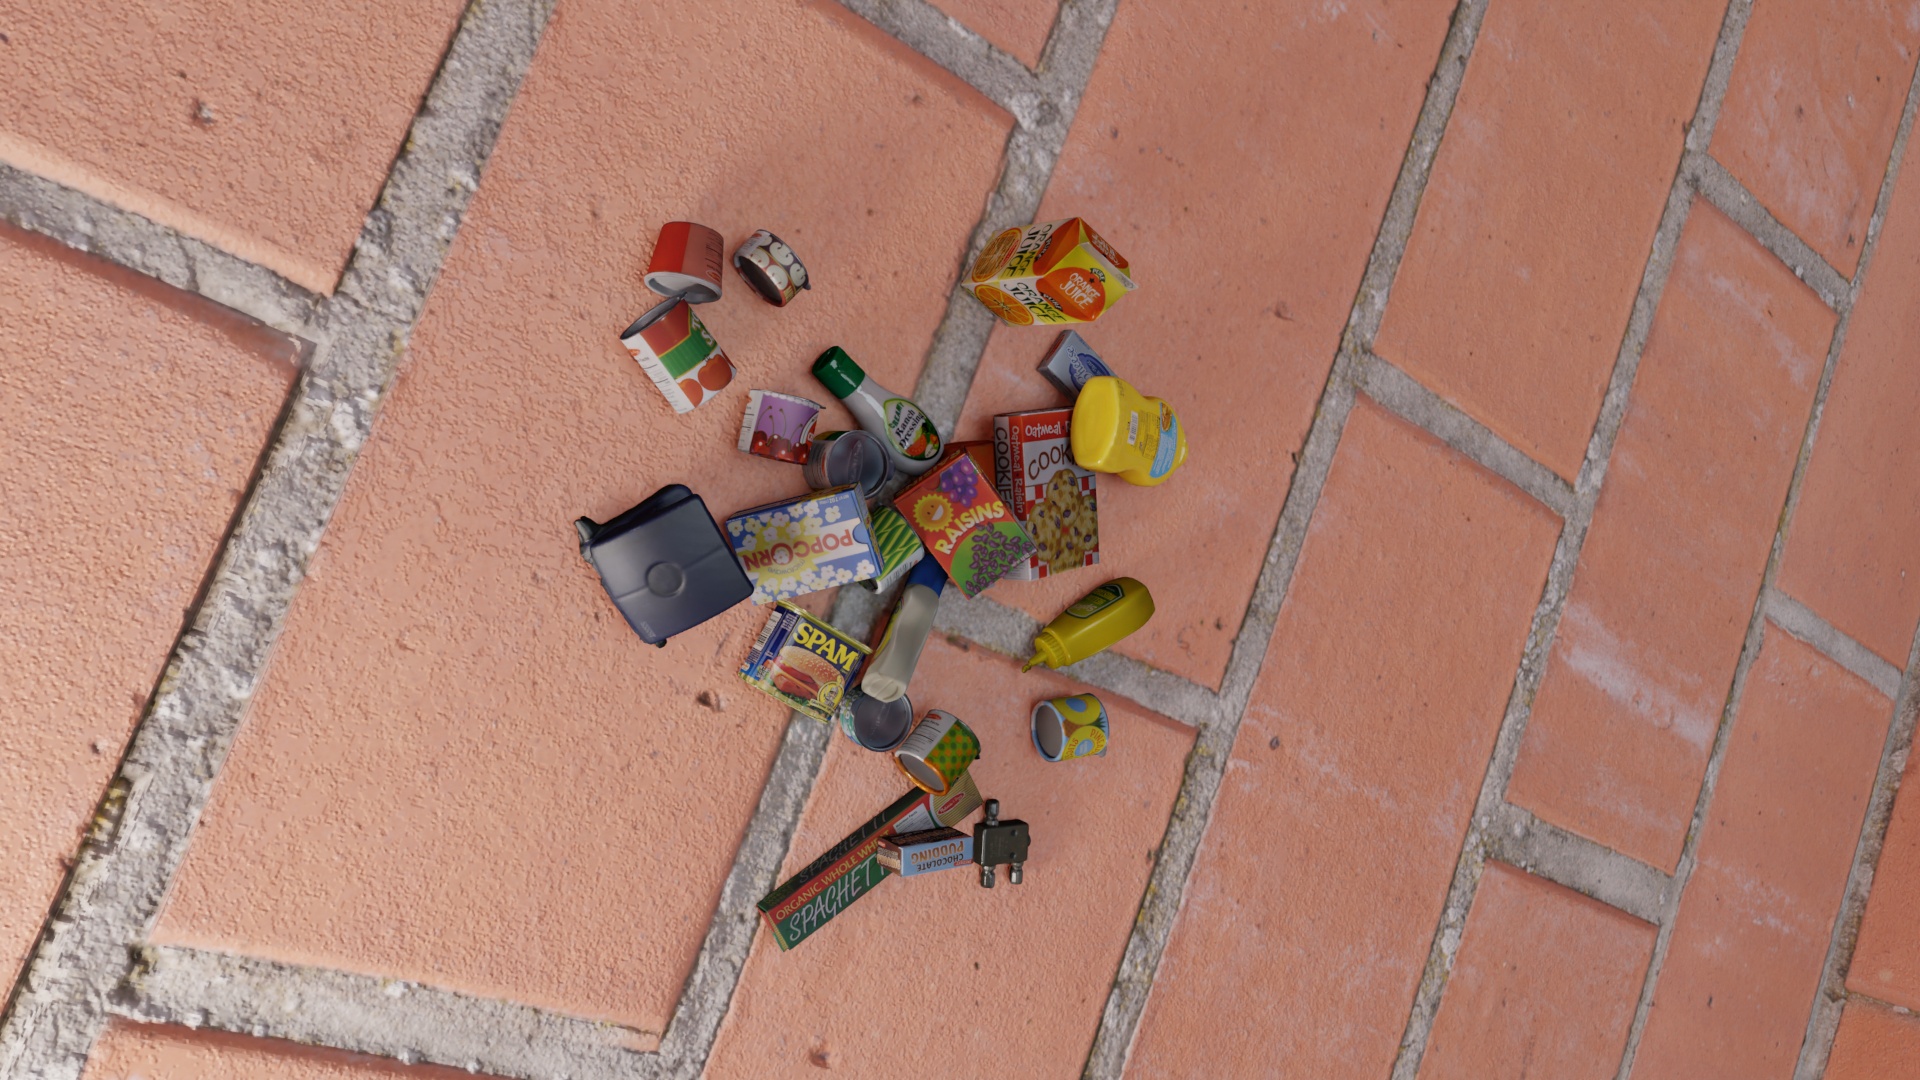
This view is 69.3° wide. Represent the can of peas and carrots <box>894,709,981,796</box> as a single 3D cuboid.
[{"bbox_3d":[-0.021,0.212,1.375,0.059,0.071,0.070,-48,116,-30],"label":"can of peas and carrots"}]

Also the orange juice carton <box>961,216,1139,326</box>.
[{"bbox_3d":[0.090,-0.258,1.336,0.071,0.192,0.073,37,77,-29],"label":"orange juice carton"}]

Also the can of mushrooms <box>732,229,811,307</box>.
[{"bbox_3d":[-0.170,-0.244,1.256,0.033,0.071,0.071,-48,115,-18],"label":"can of mushrooms"}]

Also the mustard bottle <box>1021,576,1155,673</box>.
[{"bbox_3d":[0.129,0.095,1.464,0.161,0.065,0.048,-31,113,-21],"label":"mustard bottle"}]

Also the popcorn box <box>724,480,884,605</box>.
[{"bbox_3d":[-0.142,0.003,1.271,0.126,0.038,0.085,-14,103,10],"label":"popcorn box"}]

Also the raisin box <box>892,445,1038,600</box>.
[{"bbox_3d":[0.005,-0.017,1.338,0.086,0.040,0.123,-35,104,8],"label":"raisin box"}]

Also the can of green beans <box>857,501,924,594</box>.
[{"bbox_3d":[-0.078,0.009,1.332,0.058,0.071,0.071,-40,113,-21],"label":"can of green beans"}]

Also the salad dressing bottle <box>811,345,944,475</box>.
[{"bbox_3d":[-0.080,-0.124,1.332,0.147,0.044,0.064,43,60,-26],"label":"salad dressing bottle"}]

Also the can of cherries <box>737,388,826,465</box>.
[{"bbox_3d":[-0.163,-0.103,1.270,0.071,0.071,0.058,13,88,-31],"label":"can of cherries"}]

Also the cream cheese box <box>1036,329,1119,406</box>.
[{"bbox_3d":[0.132,-0.169,1.466,0.103,0.024,0.053,42,75,-26],"label":"cream cheese box"}]

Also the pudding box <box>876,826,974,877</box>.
[{"bbox_3d":[-0.034,0.303,1.356,0.084,0.049,0.030,-1,94,-31],"label":"pudding box"}]

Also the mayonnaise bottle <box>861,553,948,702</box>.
[{"bbox_3d":[-0.050,0.081,1.344,0.041,0.064,0.149,27,58,-11],"label":"mayonnaise bottle"}]

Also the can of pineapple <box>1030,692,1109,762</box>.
[{"bbox_3d":[0.115,0.198,1.459,0.058,0.071,0.071,-5,97,-29],"label":"can of pineapple"}]

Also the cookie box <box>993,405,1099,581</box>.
[{"bbox_3d":[0.089,-0.051,1.421,0.123,0.040,0.167,-11,100,-49],"label":"cookie box"}]

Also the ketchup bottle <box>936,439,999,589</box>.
[{"bbox_3d":[0.011,-0.025,1.394,0.065,0.043,0.148,-11,100,-34],"label":"ketchup bottle"}]

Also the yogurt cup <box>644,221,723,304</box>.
[{"bbox_3d":[-0.239,-0.245,1.218,0.072,0.072,0.054,13,79,-31],"label":"yogurt cup"}]

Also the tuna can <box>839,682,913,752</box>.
[{"bbox_3d":[-0.085,0.171,1.360,0.071,0.033,0.071,-3,95,-31],"label":"tuna can"}]

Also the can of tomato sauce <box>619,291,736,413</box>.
[{"bbox_3d":[-0.245,-0.164,1.218,0.071,0.071,0.083,-44,115,-20],"label":"can of tomato sauce"}]

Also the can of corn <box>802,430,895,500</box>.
[{"bbox_3d":[-0.106,-0.071,1.313,0.071,0.058,0.071,-3,95,-30],"label":"can of corn"}]

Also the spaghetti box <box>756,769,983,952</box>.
[{"bbox_3d":[-0.087,0.308,1.372,0.251,0.028,0.050,-33,110,-24],"label":"spaghetti box"}]
